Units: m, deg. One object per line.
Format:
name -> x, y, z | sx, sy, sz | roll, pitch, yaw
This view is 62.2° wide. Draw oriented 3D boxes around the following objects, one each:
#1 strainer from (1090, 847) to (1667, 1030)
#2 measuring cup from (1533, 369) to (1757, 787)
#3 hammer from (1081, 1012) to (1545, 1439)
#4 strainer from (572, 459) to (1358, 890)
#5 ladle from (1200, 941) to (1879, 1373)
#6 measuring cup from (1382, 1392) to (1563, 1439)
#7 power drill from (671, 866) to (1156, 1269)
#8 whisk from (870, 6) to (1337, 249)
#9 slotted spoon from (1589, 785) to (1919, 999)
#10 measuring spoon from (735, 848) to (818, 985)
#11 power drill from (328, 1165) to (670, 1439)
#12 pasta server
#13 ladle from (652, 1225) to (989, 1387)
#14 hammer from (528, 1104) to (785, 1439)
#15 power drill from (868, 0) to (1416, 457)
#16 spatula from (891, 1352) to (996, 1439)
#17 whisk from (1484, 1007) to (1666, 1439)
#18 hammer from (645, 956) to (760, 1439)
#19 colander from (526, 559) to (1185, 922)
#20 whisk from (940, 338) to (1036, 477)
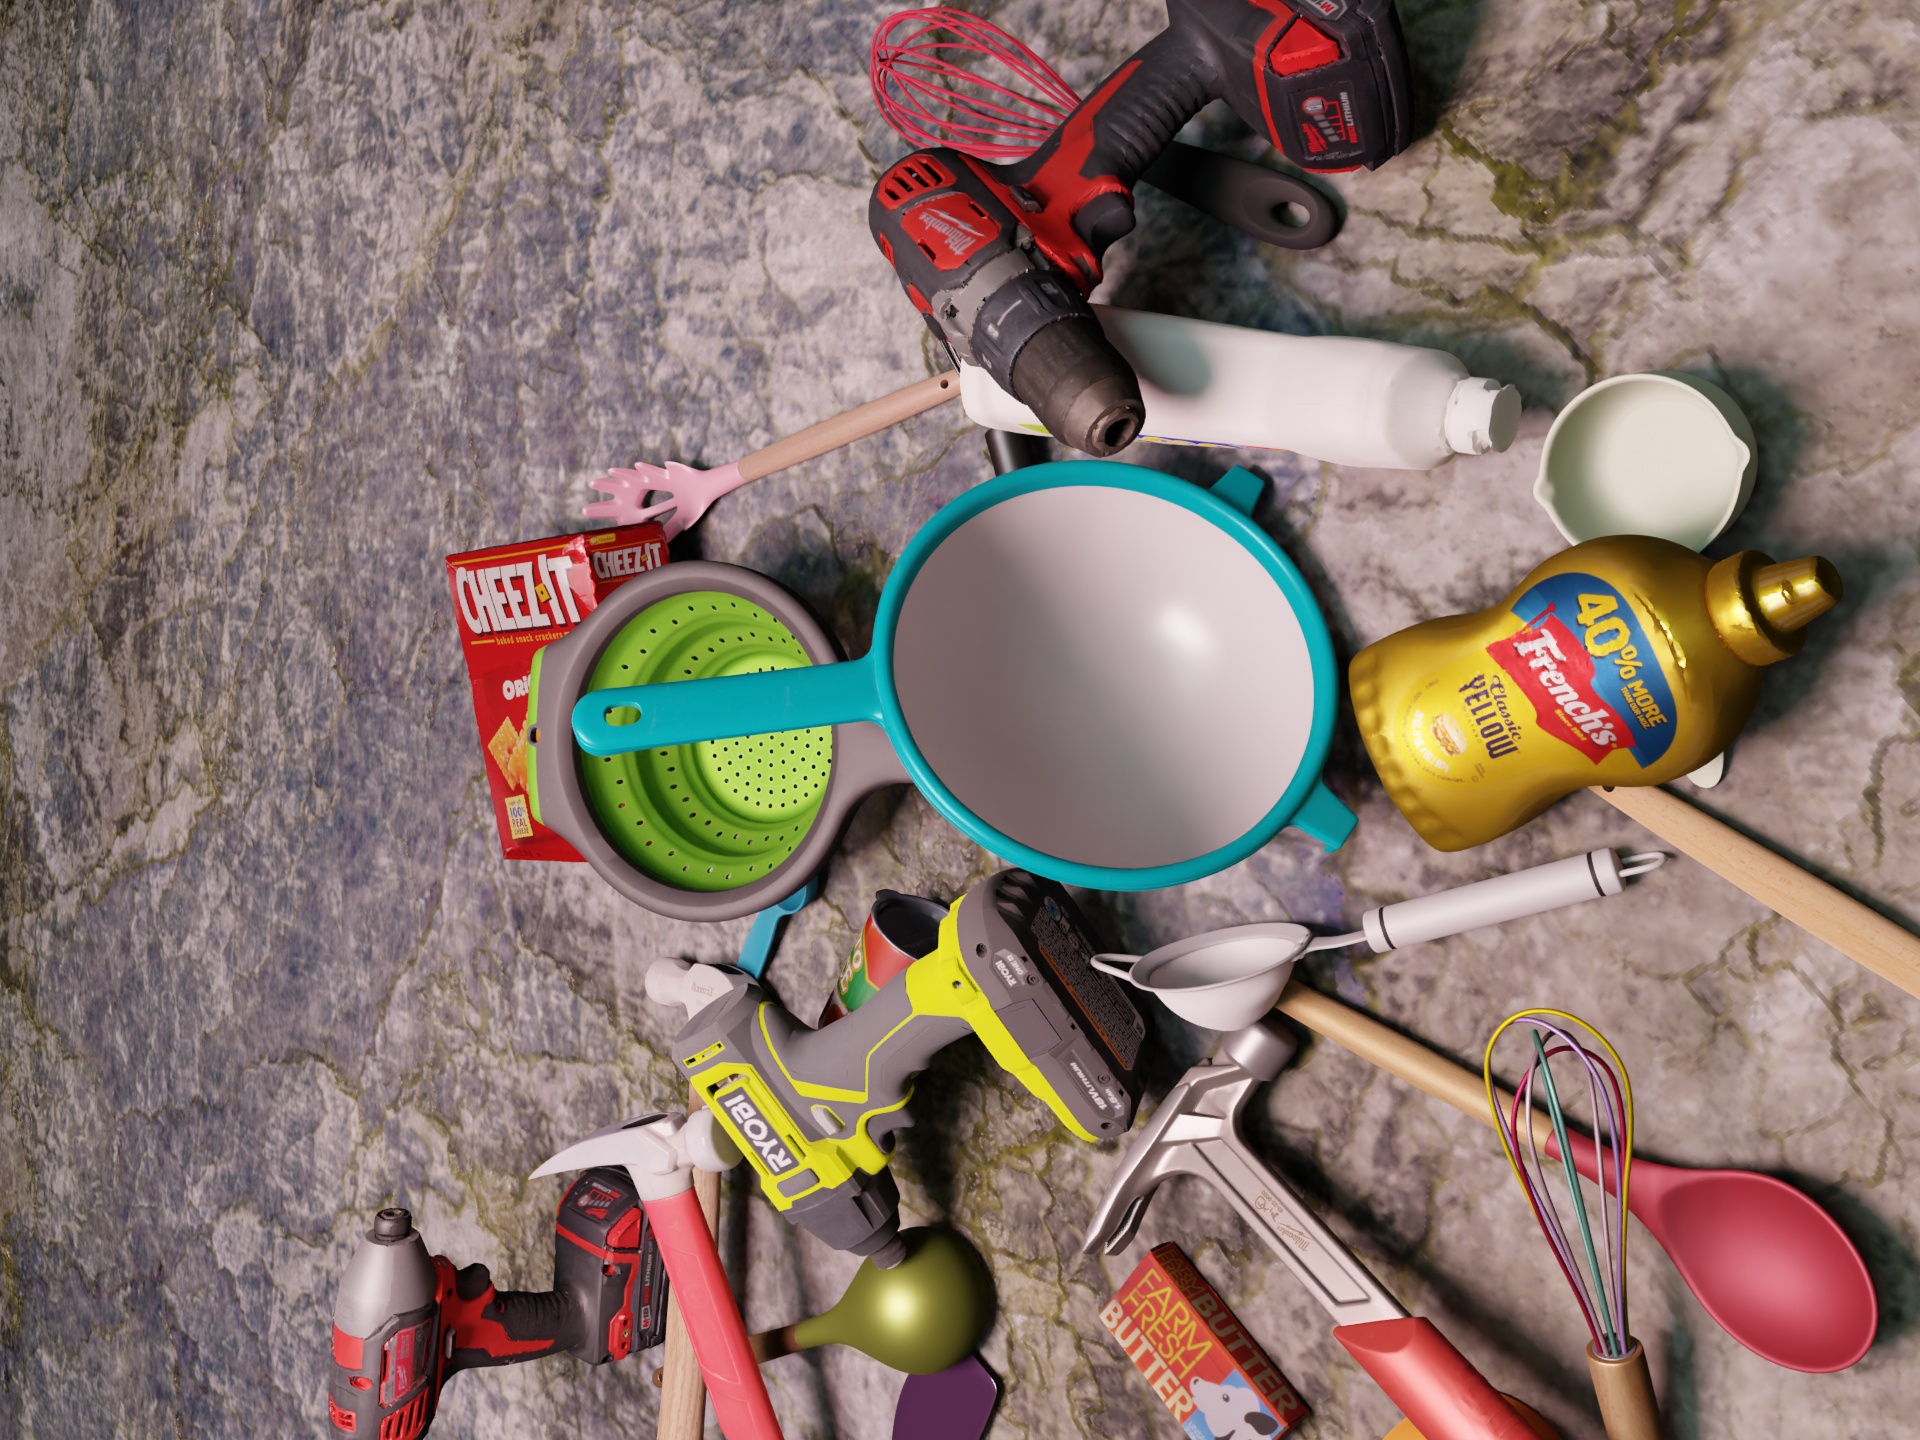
strainer -> 0.178, 0.097, 0.701 | 0.258, 0.087, 0.050 | -21, 93, 28
measuring cup -> 0.285, -0.057, 0.632 | 0.083, 0.038, 0.167 | -7, 103, 45
hammer -> 0.192, 0.283, 0.650 | 0.149, 0.036, 0.359 | -58, 44, 12
strainer -> -0.001, -0.002, 0.735 | 0.095, 0.340, 0.211 | 103, 159, -66
ladle -> 0.229, 0.168, 0.683 | 0.316, 0.031, 0.069 | 26, 112, 40
measuring cup -> 0.208, 0.378, 0.685 | 0.095, 0.052, 0.173 | 20, 102, 39
power drill -> -0.019, 0.185, 0.819 | 0.223, 0.080, 0.171 | -31, 99, 25
whisk -> 0.063, -0.296, 0.803 | 0.296, 0.073, 0.073 | 33, 112, 29
slotted spoon -> 0.360, 0.097, 0.568 | 0.314, 0.031, 0.070 | 38, 114, 36
measuring spoon -> -0.115, 0.129, 0.993 | 0.042, 0.021, 0.128 | 47, 128, 31
power drill -> -0.290, 0.360, 1.009 | 0.079, 0.219, 0.143 | 9, 97, 40
pasta server -> -0.118, -0.160, 0.972 | 0.316, 0.040, 0.060 | -13, 94, 39
ladle -> -0.098, 0.375, 0.969 | 0.320, 0.062, 0.078 | -35, 64, 43
hammer -> -0.133, 0.418, 0.928 | 0.143, 0.038, 0.386 | -18, 91, 27
power drill -> 0.086, -0.229, 0.691 | 0.226, 0.080, 0.188 | -36, 56, 3
spatula -> -0.052, 0.492, 0.938 | 0.060, 0.018, 0.316 | 37, 113, 39
whisk -> 0.254, 0.226, 0.620 | 0.047, 0.051, 0.245 | -16, 98, 2
hammer -> -0.162, 0.319, 0.991 | 0.130, 0.031, 0.331 | 0, 84, 47
colander -> -0.058, 0.014, 0.902 | 0.397, 0.094, 0.204 | 2, 92, 23
whisk -> 0.027, -0.154, 0.844 | 0.055, 0.055, 0.239 | -19, 83, 40
